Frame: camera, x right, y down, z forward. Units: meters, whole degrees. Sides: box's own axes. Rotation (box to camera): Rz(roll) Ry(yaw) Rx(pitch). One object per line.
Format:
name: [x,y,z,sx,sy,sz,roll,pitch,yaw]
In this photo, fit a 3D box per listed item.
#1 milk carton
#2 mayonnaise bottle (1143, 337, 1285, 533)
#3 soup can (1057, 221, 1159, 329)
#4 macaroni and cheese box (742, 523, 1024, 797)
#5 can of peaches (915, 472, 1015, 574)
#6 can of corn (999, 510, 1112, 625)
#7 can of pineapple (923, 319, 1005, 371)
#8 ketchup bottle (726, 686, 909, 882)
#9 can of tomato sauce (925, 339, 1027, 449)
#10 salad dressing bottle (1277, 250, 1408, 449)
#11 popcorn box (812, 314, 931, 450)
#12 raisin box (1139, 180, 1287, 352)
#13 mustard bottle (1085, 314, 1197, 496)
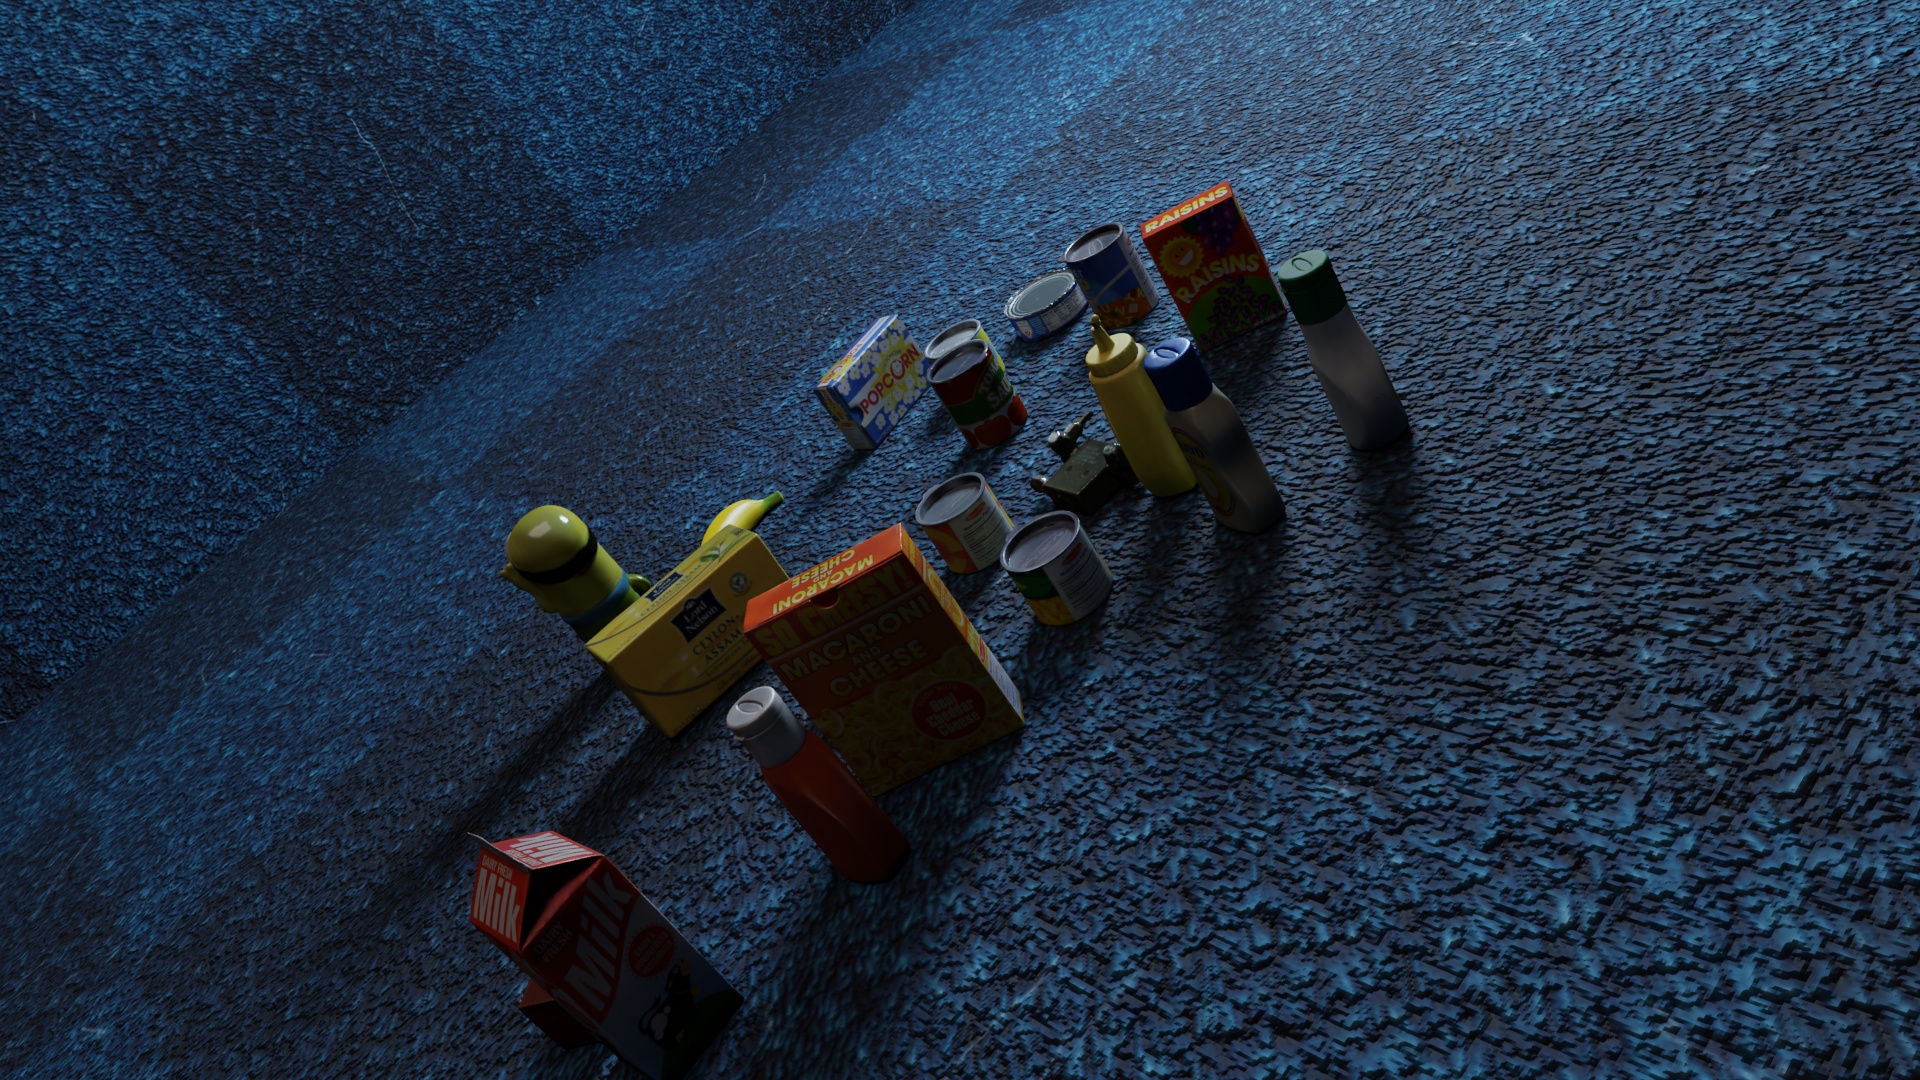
milk carton: [-0.226,0.245,0.848,0.072,0.190,0.074,3,45,49]
mayonnaise bottle: [0.175,-0.073,0.975,0.041,0.147,0.065,-39,28,-10]
soup can: [0.146,-0.259,1.367,0.071,0.083,0.072,-26,29,15]
macaroni and cheese box: [-0.049,0.085,0.942,0.123,0.166,0.040,-27,28,12]
can of peaches: [0.004,-0.015,1.158,0.071,0.058,0.071,-26,29,15]
can of corn: [0.071,0.020,1.033,0.071,0.058,0.071,-26,29,15]
can of pineapple: [0.004,-0.184,1.425,0.071,0.057,0.071,-26,29,15]
ketchup bottle: [-0.094,0.158,0.893,0.064,0.148,0.044,1,43,48]
can of tomato sauce: [0.018,-0.137,1.311,0.071,0.083,0.071,-26,29,15]
salad dressing bottle: [0.267,-0.133,0.973,0.044,0.147,0.064,-31,28,5]
popcorn box: [-0.089,-0.168,1.469,0.038,0.085,0.127,-2,41,45]
raisin box: [0.222,-0.238,1.213,0.086,0.123,0.040,-24,29,19]
mustard bottle: [0.134,-0.108,1.060,0.048,0.159,0.066,-16,33,31]
